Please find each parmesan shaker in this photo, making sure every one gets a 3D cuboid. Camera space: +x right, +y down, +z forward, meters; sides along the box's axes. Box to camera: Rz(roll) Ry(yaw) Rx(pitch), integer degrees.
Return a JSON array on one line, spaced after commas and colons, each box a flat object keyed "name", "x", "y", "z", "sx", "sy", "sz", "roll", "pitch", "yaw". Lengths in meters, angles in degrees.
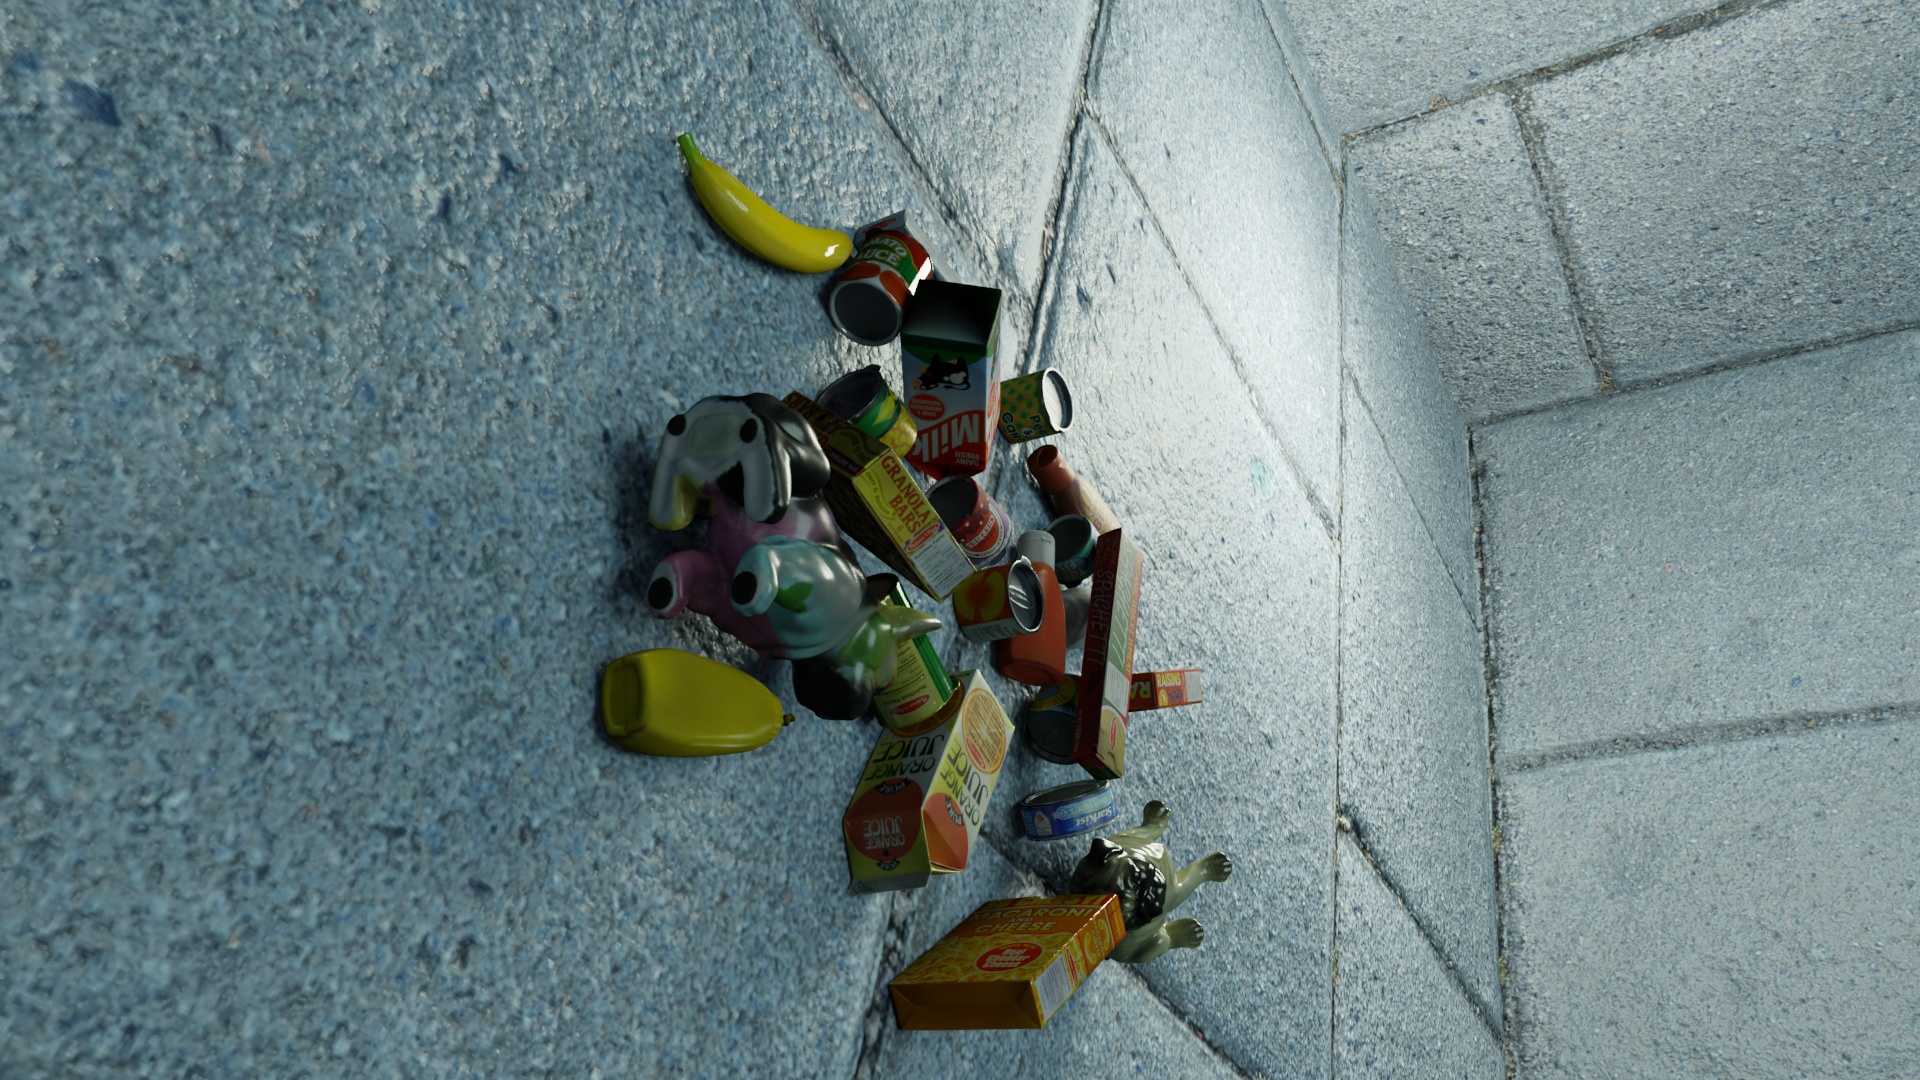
[{"name": "parmesan shaker", "x": -0.053, "y": 0.083, "z": 1.069, "sx": 0.102, "sy": 0.071, "sz": 0.072, "roll": 65, "pitch": 32, "yaw": -20}]

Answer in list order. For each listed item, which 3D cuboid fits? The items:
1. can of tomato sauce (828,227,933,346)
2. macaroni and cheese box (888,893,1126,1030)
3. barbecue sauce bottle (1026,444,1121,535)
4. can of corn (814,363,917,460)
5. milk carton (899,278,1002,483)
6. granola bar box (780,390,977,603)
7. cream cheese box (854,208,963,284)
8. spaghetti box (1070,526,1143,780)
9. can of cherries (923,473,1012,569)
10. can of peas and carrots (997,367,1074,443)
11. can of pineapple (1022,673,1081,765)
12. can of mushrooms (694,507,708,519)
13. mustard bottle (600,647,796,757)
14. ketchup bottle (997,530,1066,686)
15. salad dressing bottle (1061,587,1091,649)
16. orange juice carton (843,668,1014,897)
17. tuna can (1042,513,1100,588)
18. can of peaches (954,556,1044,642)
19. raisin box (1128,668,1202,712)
[{"name": "can of tomato sauce", "x": -0.068, "y": -0.214, "z": 1.167, "sx": 0.071, "sy": 0.071, "sz": 0.083, "roll": 59, "pitch": 35, "yaw": -29}, {"name": "macaroni and cheese box", "x": 0.041, "y": 0.324, "z": 1.078, "sx": 0.167, "sy": 0.123, "sz": 0.040, "roll": -19, "pitch": 96, "yaw": -61}, {"name": "barbecue sauce bottle", "x": 0.118, "y": -0.038, "z": 1.439, "sx": 0.148, "sy": 0.043, "sz": 0.065, "roll": 51, "pitch": 40, "yaw": -37}, {"name": "can of corn", "x": -0.075, "y": -0.096, "z": 1.106, "sx": 0.058, "sy": 0.071, "sz": 0.071, "roll": 55, "pitch": 36, "yaw": -35}, {"name": "milk carton", "x": -0.006, "y": -0.125, "z": 1.189, "sx": 0.189, "sy": 0.073, "sz": 0.073, "roll": 89, "pitch": 12, "yaw": -51}, {"name": "granola bar box", "x": -0.070, "y": -0.034, "z": 1.010, "sx": 0.039, "sy": 0.166, "sz": 0.123, "roll": -41, "pitch": 124, "yaw": -11}, {"name": "cream cheese box", "x": -0.043, "y": -0.243, "z": 1.235, "sx": 0.103, "sy": 0.053, "sz": 0.024, "roll": 48, "pitch": 39, "yaw": -41}, {"name": "spaghetti box", "x": 0.140, "y": 0.102, "z": 1.297, "sx": 0.050, "sy": 0.028, "sz": 0.251, "roll": 46, "pitch": 41, "yaw": -39}, {"name": "can of cherries", "x": 0.004, "y": -0.015, "z": 1.207, "sx": 0.058, "sy": 0.071, "sz": 0.072, "roll": 46, "pitch": 42, "yaw": -42}, {"name": "can of peas and carrots", "x": 0.072, "y": -0.132, "z": 1.382, "sx": 0.071, "sy": 0.058, "sz": 0.071, "roll": 29, "pitch": 55, "yaw": -52}, {"name": "can of pineapple", "x": 0.096, "y": 0.165, "z": 1.297, "sx": 0.070, "sy": 0.071, "sz": 0.058, "roll": 63, "pitch": 32, "yaw": -23}, {"name": "can of mushrooms", "x": -0.169, "y": -0.050, "z": 0.962, "sx": 0.071, "sy": 0.033, "sz": 0.071, "roll": 31, "pitch": 53, "yaw": -51}, {"name": "mustard bottle", "x": -0.160, "y": 0.110, "z": 0.896, "sx": 0.160, "sy": 0.048, "sz": 0.065, "roll": 24, "pitch": 55, "yaw": -55}, {"name": "ketchup bottle", "x": 0.069, "y": 0.061, "z": 1.308, "sx": 0.065, "sy": 0.043, "sz": 0.149, "roll": 21, "pitch": 53, "yaw": -23}, {"name": "salad dressing bottle", "x": 0.127, "y": 0.080, "z": 1.398, "sx": 0.044, "sy": 0.064, "sz": 0.147, "roll": 38, "pitch": 10, "yaw": 24}, {"name": "orange juice carton", "x": -0.026, "y": 0.193, "z": 1.069, "sx": 0.072, "sy": 0.071, "sz": 0.194, "roll": 59, "pitch": 34, "yaw": -28}, {"name": "tuna can", "x": 0.108, "y": 0.010, "z": 1.379, "sx": 0.032, "sy": 0.071, "sz": 0.071, "roll": 49, "pitch": 40, "yaw": -39}, {"name": "can of peaches", "x": 0.035, "y": 0.053, "z": 1.244, "sx": 0.071, "sy": 0.058, "sz": 0.071, "roll": 31, "pitch": 52, "yaw": -51}, {"name": "raisin box", "x": 0.186, "y": 0.156, "z": 1.434, "sx": 0.123, "sy": 0.086, "sz": 0.040, "roll": 7, "pitch": 77, "yaw": -59}]
